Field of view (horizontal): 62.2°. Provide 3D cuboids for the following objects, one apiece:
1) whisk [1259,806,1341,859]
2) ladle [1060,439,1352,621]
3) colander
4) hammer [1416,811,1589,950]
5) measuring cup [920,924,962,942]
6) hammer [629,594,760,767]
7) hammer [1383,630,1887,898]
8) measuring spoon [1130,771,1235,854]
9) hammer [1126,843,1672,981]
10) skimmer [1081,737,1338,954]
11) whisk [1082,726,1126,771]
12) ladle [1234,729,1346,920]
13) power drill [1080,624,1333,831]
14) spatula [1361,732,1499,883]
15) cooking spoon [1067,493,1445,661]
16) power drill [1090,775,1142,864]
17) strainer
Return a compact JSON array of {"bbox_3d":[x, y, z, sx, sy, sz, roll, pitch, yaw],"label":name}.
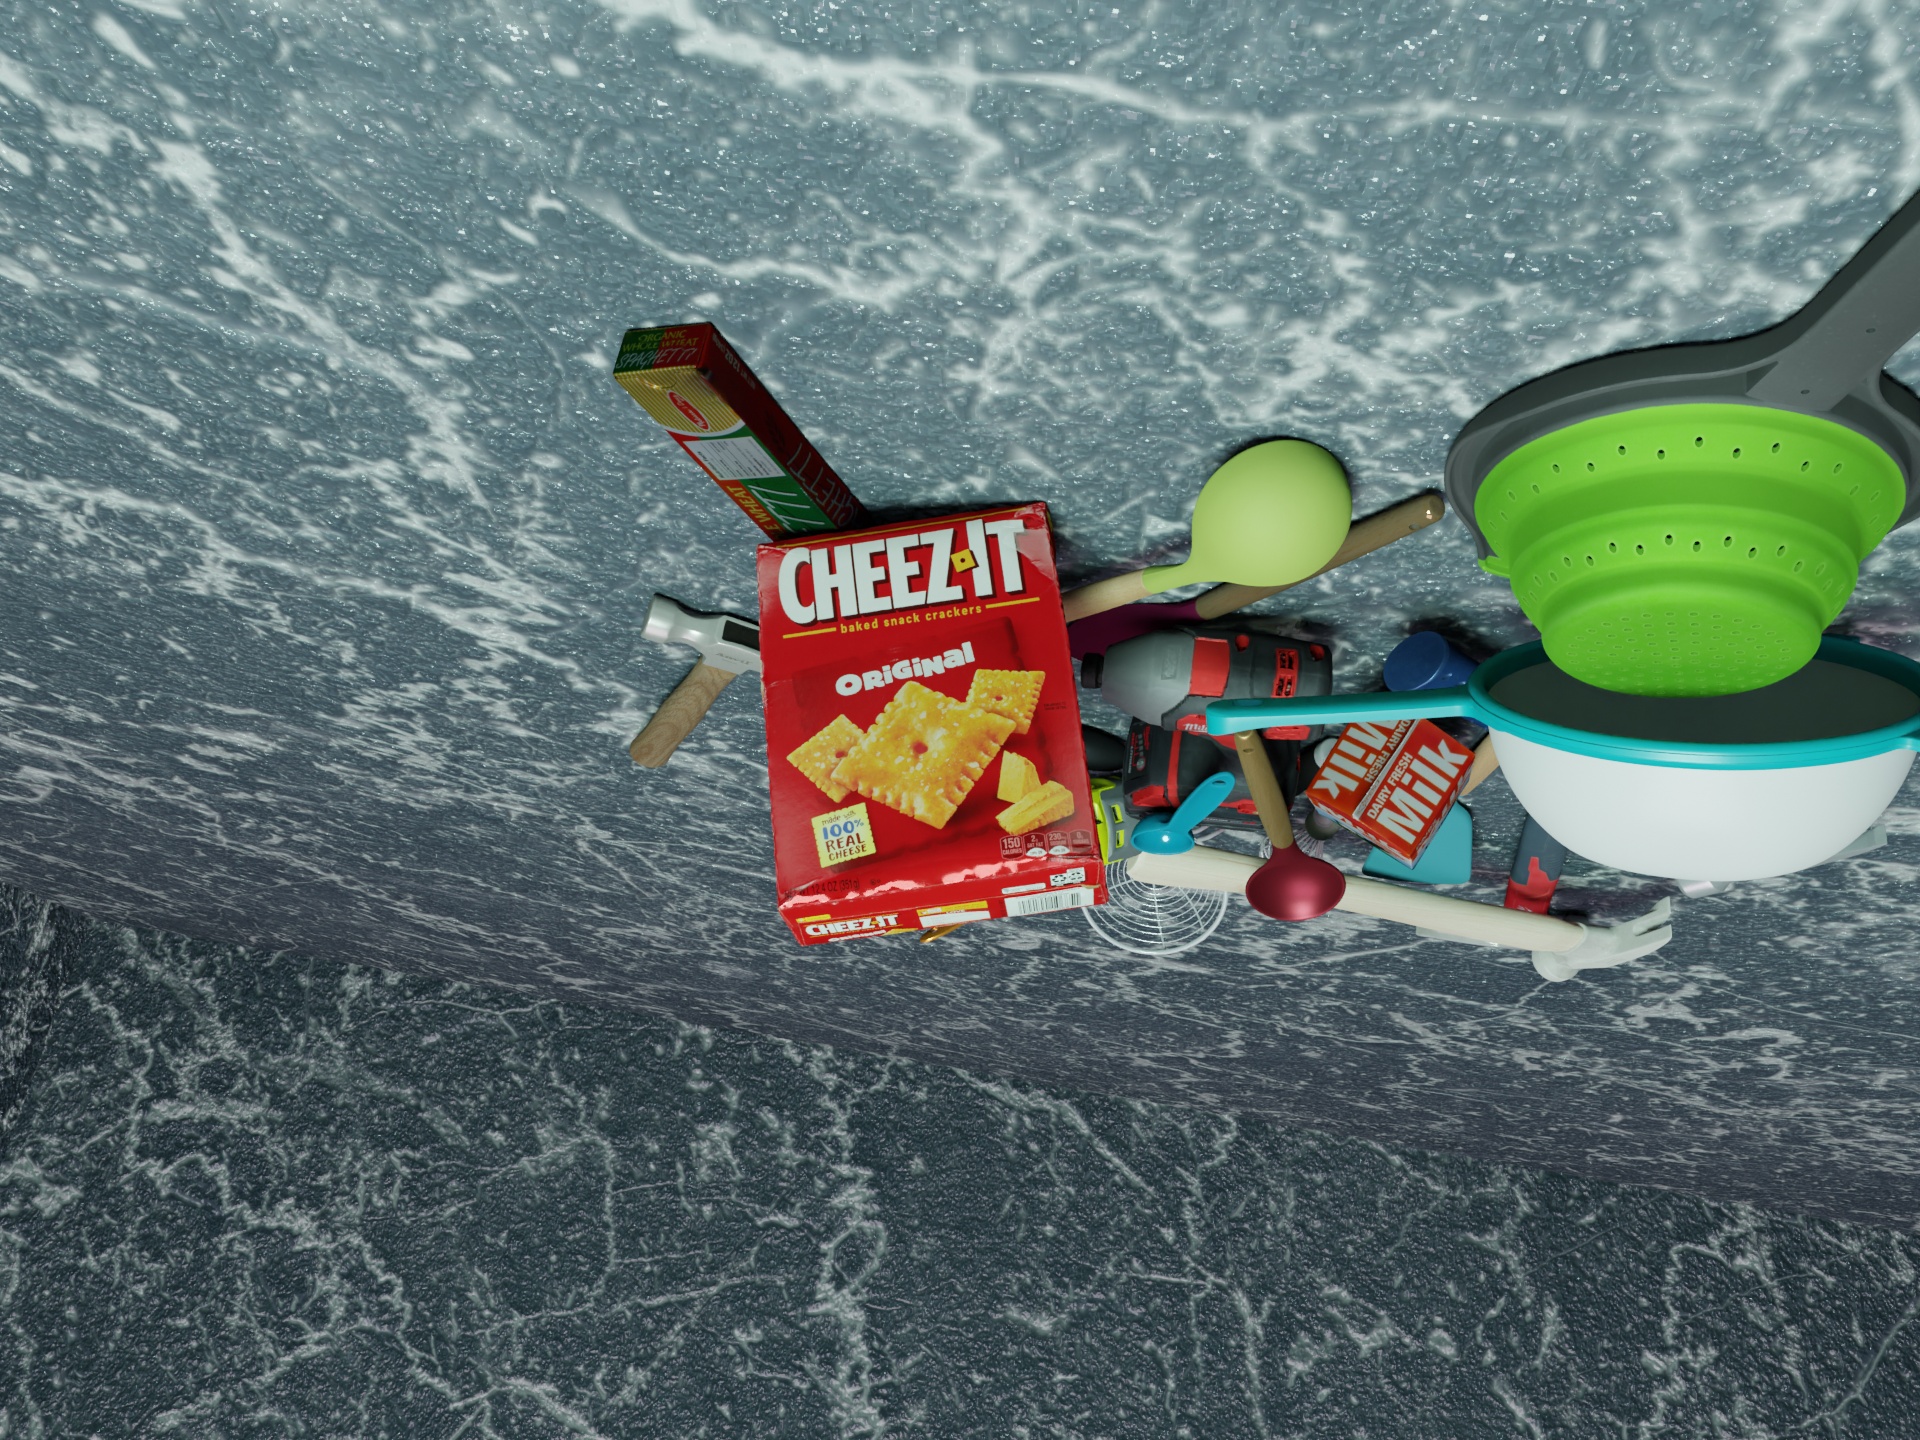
[{"bbox_3d":[0.274,0.084,1.223,0.059,0.058,0.246,-21,160,-14],"label":"whisk"},{"bbox_3d":[0.093,-0.084,0.878,0.078,0.062,0.320,16,166,-26],"label":"ladle"},{"bbox_3d":[0.323,-0.097,0.627,0.204,0.094,0.397,11,160,0],"label":"colander"},{"bbox_3d":[0.432,0.117,1.240,0.143,0.038,0.386,6,160,17],"label":"hammer"},{"bbox_3d":[0.031,0.114,1.279,0.095,0.173,0.052,16,133,64],"label":"measuring cup"},{"bbox_3d":[-0.205,-0.014,1.218,0.130,0.031,0.331,17,159,-17],"label":"hammer"},{"bbox_3d":[0.411,0.030,0.975,0.405,0.035,0.144,22,149,-32],"label":"hammer"},{"bbox_3d":[0.145,0.053,1.013,0.042,0.021,0.128,11,151,-11],"label":"measuring spoon"},{"bbox_3d":[0.325,0.133,1.199,0.410,0.038,0.146,12,156,-12],"label":"hammer"},{"bbox_3d":[0.198,0.103,1.240,0.127,0.090,0.363,31,157,-4],"label":"skimmer"},{"bbox_3d":[-0.002,-0.003,1.114,0.284,0.070,0.070,15,160,-24],"label":"whisk"},{"bbox_3d":[0.199,0.067,1.005,0.069,0.031,0.315,-11,154,13],"label":"ladle"},{"bbox_3d":[0.150,0.002,0.991,0.143,0.079,0.219,5,163,9],"label":"power drill"},{"bbox_3d":[0.350,0.046,1.082,0.082,0.044,0.317,5,159,2],"label":"spatula"},{"bbox_3d":[0.154,-0.070,0.899,0.068,0.017,0.319,19,159,-24],"label":"cooking spoon"},{"bbox_3d":[-0.001,0.082,1.166,0.190,0.080,0.229,-12,-171,-34],"label":"power drill"},{"bbox_3d":[0.296,0.025,0.793,0.340,0.095,0.211,-3,-163,14],"label":"strainer"}]
